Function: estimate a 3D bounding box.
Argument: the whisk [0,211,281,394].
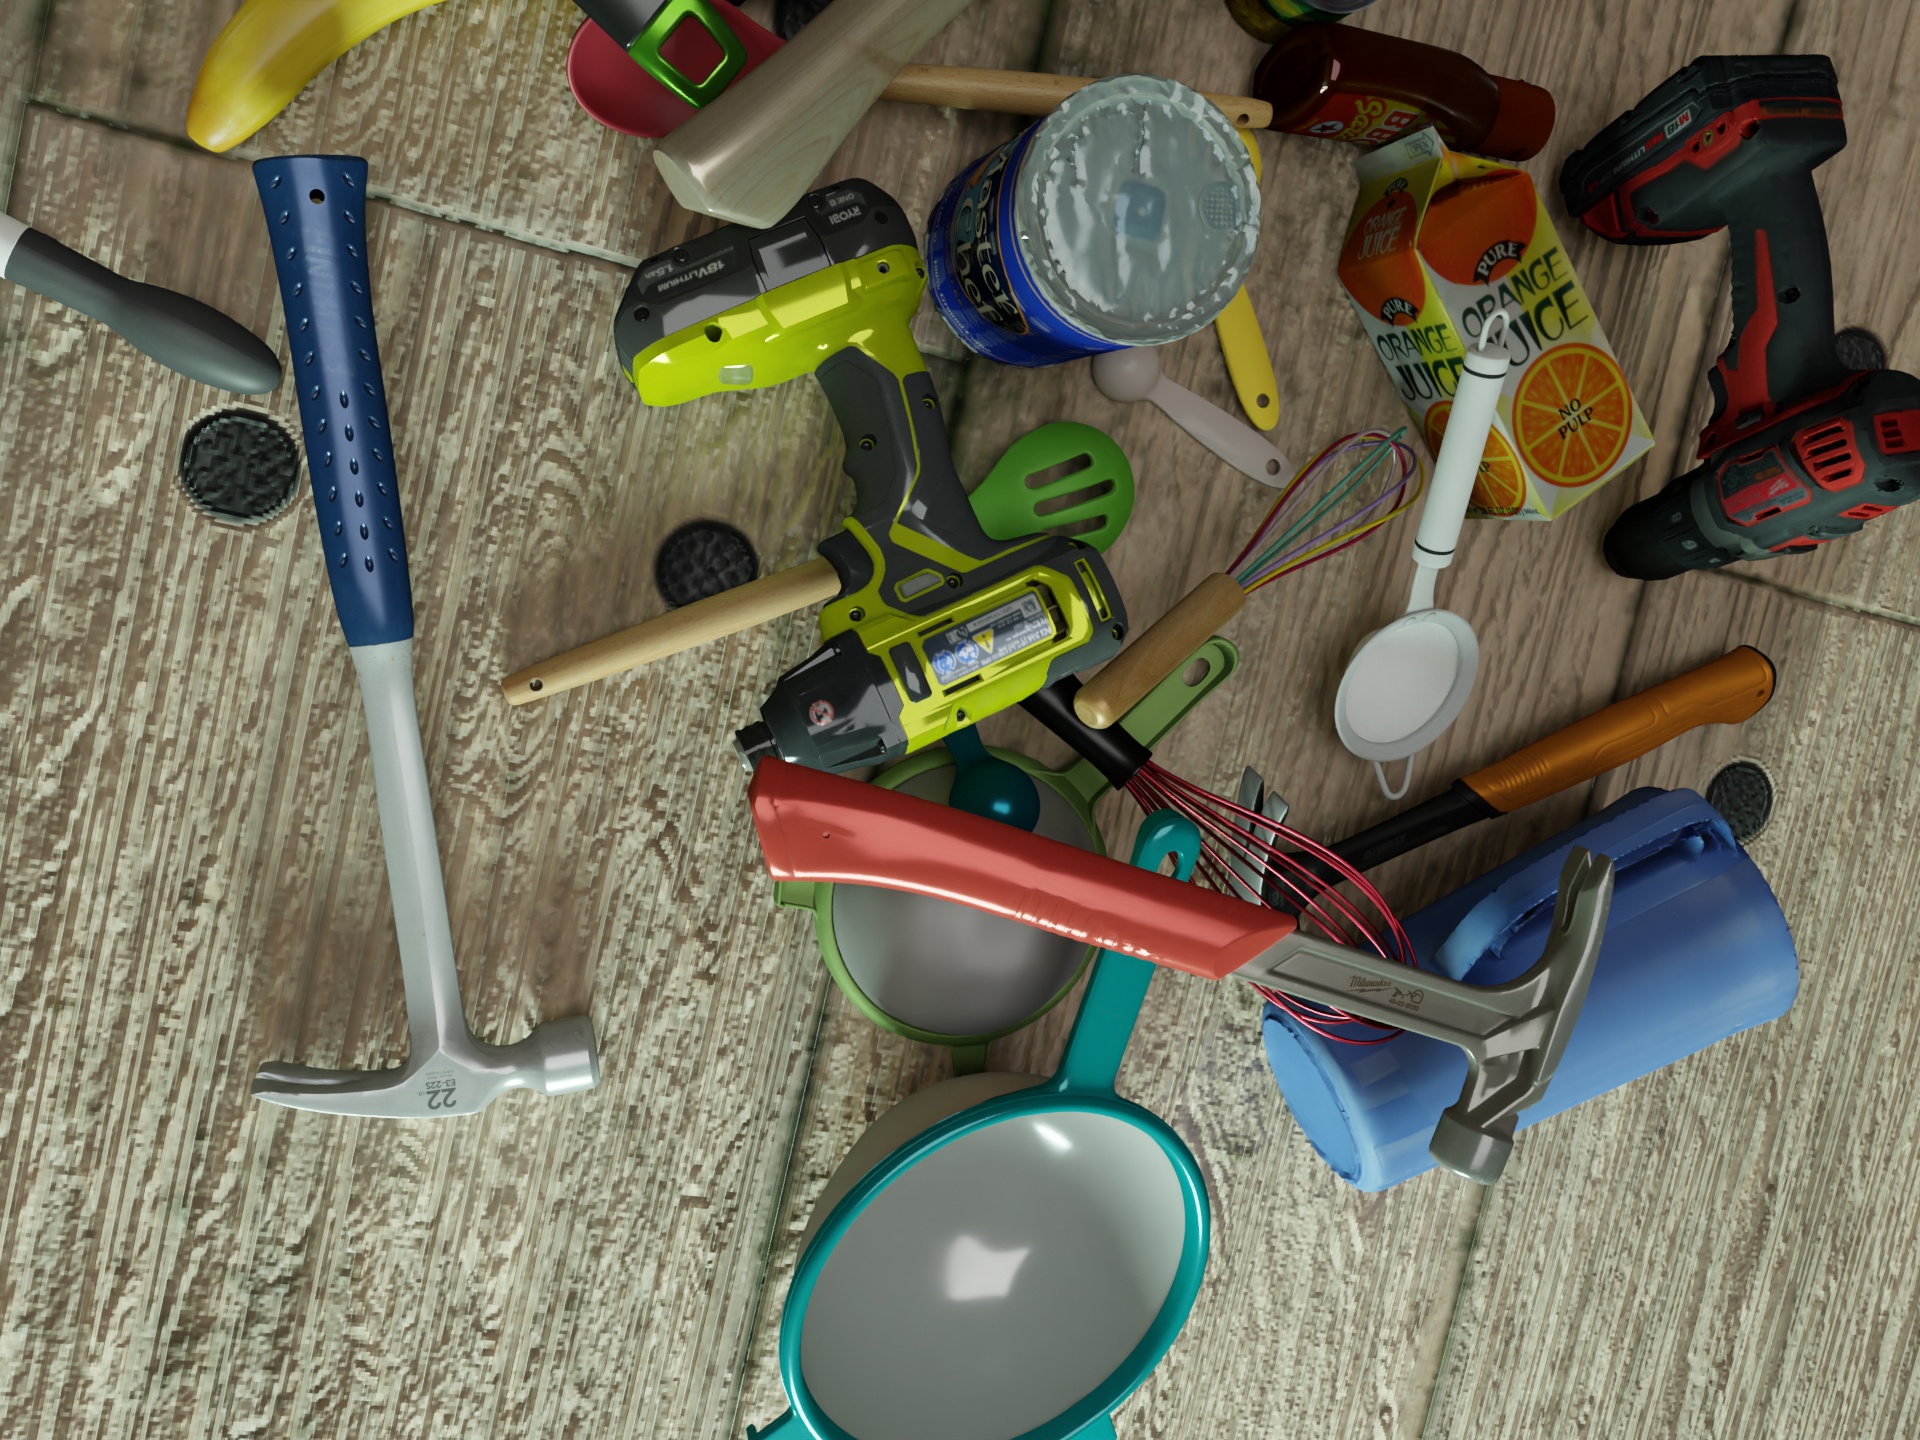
[{"bbox_3d":[-0.398,-0.198,0.600,0.284,0.070,0.070,26,90,-22],"label":"whisk"}]

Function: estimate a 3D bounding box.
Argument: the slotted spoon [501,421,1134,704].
[{"bbox_3d":[-0.057,-0.066,0.732,0.313,0.031,0.070,-21,105,-11],"label":"slotted spoon"}]

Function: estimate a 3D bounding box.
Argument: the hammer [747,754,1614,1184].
[{"bbox_3d":[0.089,0.074,0.647,0.359,0.037,0.149,18,93,-11],"label":"hammer"}]

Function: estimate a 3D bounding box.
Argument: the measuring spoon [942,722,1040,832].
[{"bbox_3d":[-0.001,-0.002,0.727,0.042,0.021,0.129,-20,72,-18],"label":"measuring spoon"}]

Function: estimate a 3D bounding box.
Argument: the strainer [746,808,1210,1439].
[{"bbox_3d":[0.025,0.185,0.738,0.210,0.095,0.340,12,104,-27],"label":"strainer"}]

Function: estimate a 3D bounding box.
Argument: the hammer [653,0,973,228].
[{"bbox_3d":[0.034,-0.349,0.643,0.410,0.038,0.146,-43,123,-11],"label":"hammer"}]

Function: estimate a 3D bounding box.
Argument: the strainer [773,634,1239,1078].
[{"bbox_3d":[0.048,0.054,0.756,0.256,0.069,0.151,-44,107,-5],"label":"strainer"}]

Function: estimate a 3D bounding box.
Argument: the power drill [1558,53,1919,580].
[{"bbox_3d":[0.371,-0.186,0.784,0.080,0.188,0.227,-9,82,-19],"label":"power drill"}]

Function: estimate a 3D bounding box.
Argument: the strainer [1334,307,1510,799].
[{"bbox_3d":[0.226,-0.076,0.767,0.087,0.050,0.258,-11,129,-21],"label":"strainer"}]

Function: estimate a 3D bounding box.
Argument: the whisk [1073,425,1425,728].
[{"bbox_3d":[0.140,-0.071,0.740,0.245,0.051,0.047,-40,92,-28],"label":"whisk"}]

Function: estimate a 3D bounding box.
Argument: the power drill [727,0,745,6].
[{"bbox_3d":[-0.095,-0.408,0.634,0.143,0.079,0.219,-37,118,9],"label":"power drill"}]

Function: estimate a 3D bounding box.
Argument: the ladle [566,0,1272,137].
[{"bbox_3d":[-0.011,-0.279,0.698,0.315,0.069,0.031,0,53,-13],"label":"ladle"}]

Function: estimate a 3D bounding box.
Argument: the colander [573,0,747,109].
[{"bbox_3d":[-0.239,-0.383,0.593,0.396,0.095,0.204,41,98,-19],"label":"colander"}]

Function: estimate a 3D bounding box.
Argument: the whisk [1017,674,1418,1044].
[{"bbox_3d":[0.094,0.036,0.721,0.296,0.073,0.073,43,84,2],"label":"whisk"}]

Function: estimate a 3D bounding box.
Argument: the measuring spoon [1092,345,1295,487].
[{"bbox_3d":[0.119,-0.149,0.776,0.124,0.018,0.034,30,88,-19],"label":"measuring spoon"}]

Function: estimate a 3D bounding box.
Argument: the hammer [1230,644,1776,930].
[{"bbox_3d":[0.288,0.025,0.825,0.337,0.034,0.127,-21,130,-16],"label":"hammer"}]

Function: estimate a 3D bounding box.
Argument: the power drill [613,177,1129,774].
[{"bbox_3d":[-0.051,-0.096,0.673,0.171,0.080,0.223,-25,88,-10],"label":"power drill"}]

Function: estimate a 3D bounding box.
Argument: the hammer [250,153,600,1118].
[{"bbox_3d":[-0.247,-0.022,0.665,0.144,0.035,0.405,-8,103,-15],"label":"hammer"}]

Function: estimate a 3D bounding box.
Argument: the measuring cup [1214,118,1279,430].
[{"bbox_3d":[0.131,-0.216,0.763,0.062,0.029,0.156,-21,100,-13],"label":"measuring cup"}]
